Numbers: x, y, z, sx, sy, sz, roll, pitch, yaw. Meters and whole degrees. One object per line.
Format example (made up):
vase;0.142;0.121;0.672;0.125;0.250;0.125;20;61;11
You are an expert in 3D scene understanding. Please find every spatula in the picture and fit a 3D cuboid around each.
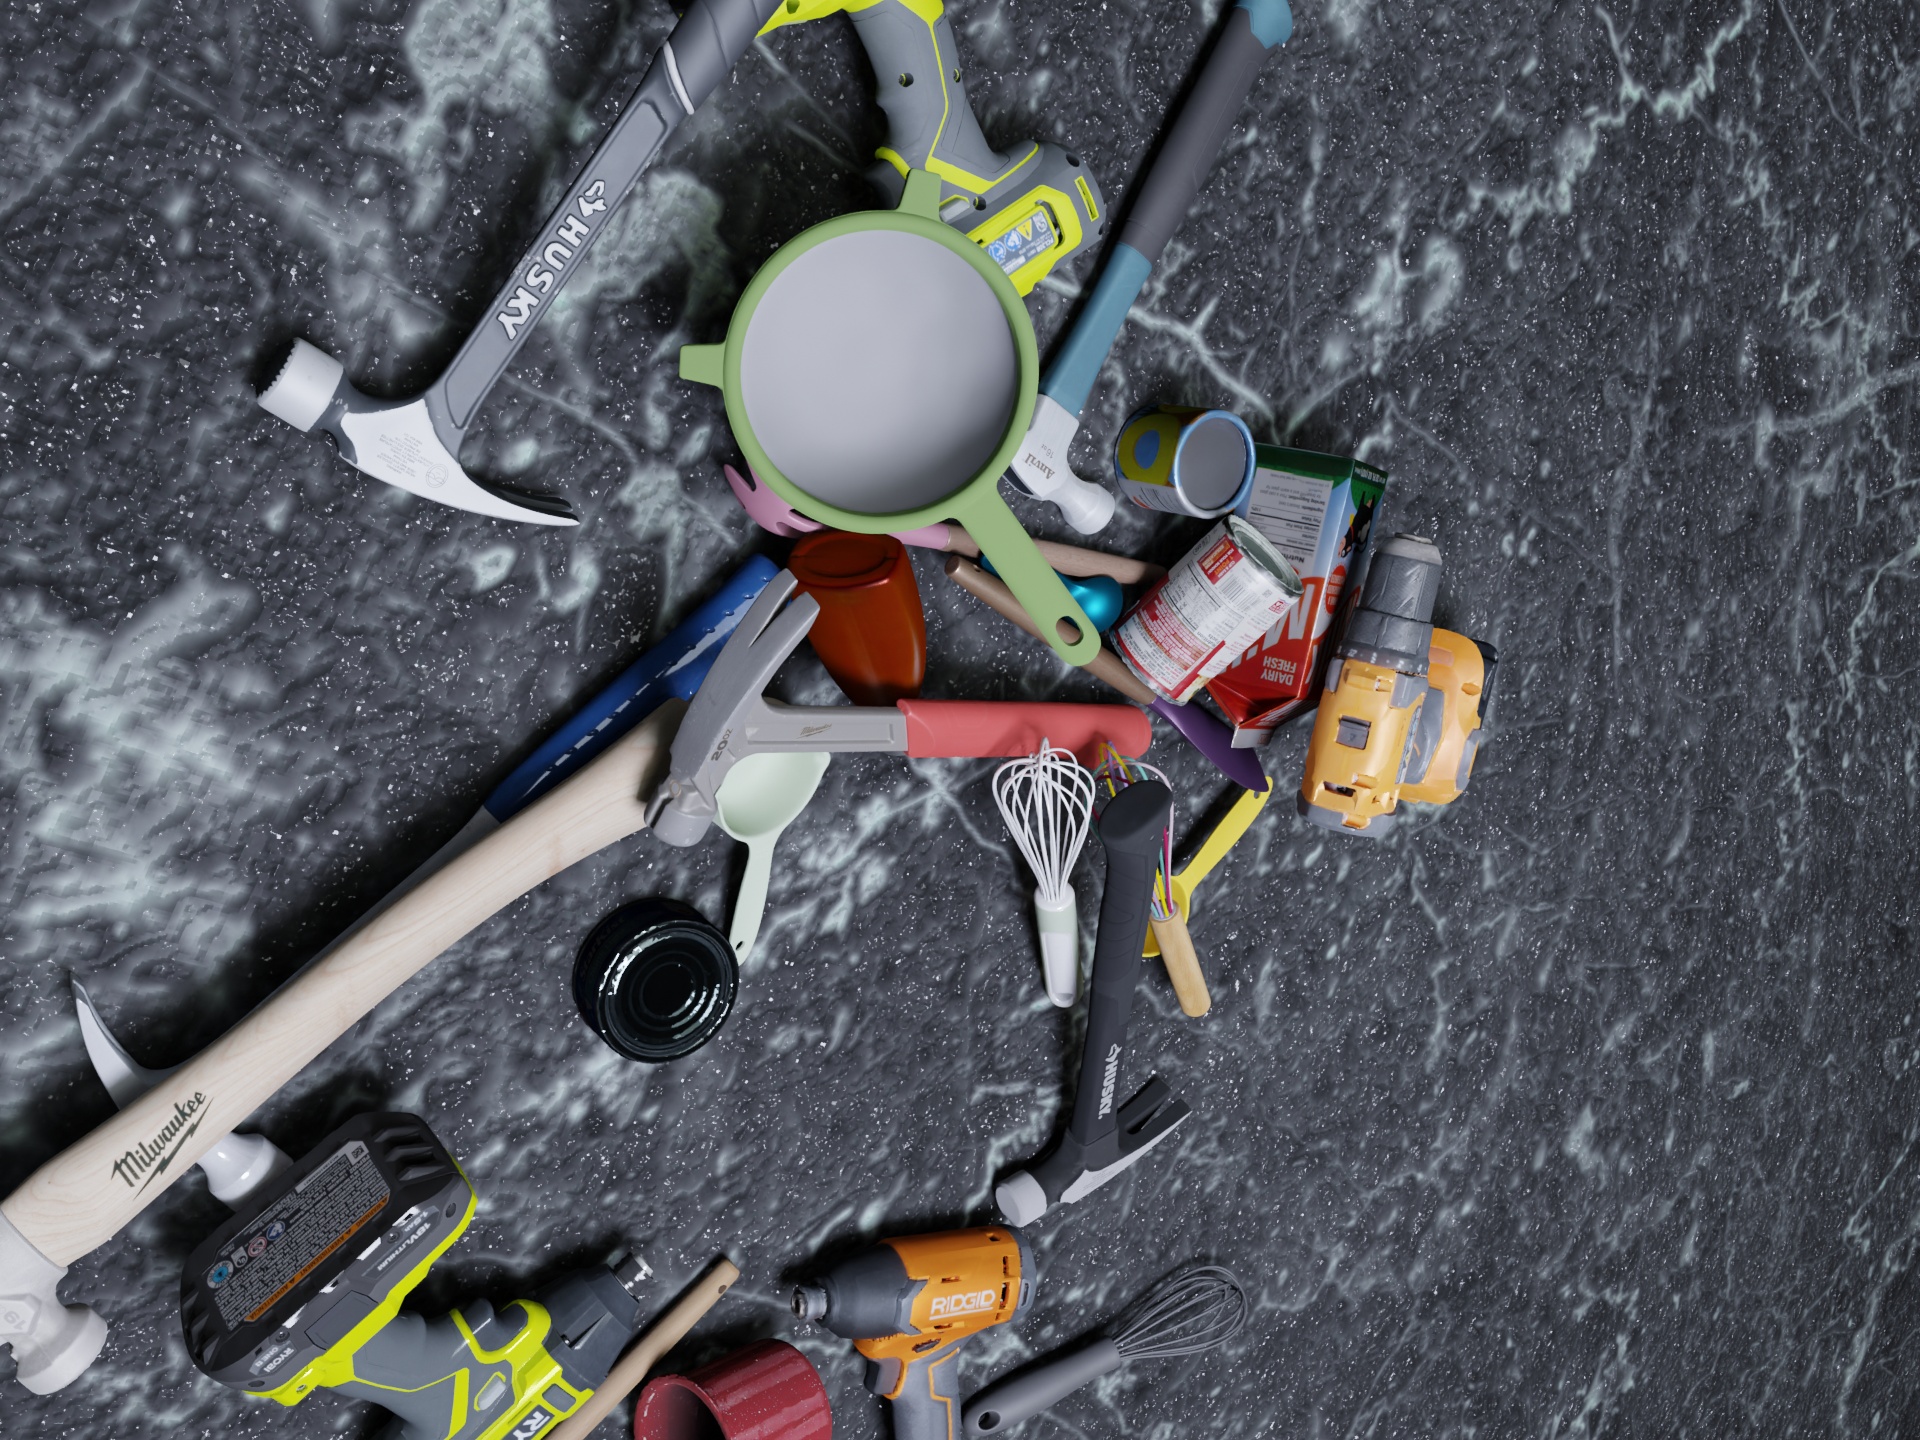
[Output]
spatula;0.101;-0.024;0.979;0.018;0.060;0.315;-37;134;25

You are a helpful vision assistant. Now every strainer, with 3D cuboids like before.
strainer;-0.011;-0.133;0.797;0.151;0.069;0.256;-37;112;2

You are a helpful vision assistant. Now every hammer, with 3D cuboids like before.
hammer;-0.241;0.055;0.790;0.405;0.035;0.144;-43;123;-16
hammer;-0.288;0.115;0.732;0.410;0.038;0.146;-40;121;-19
hammer;-0.001;-0.003;0.866;0.359;0.037;0.149;0;131;-50
hammer;0.098;0.174;0.989;0.146;0.035;0.334;-21;133;-30
hammer;0.108;-0.283;0.931;0.128;0.033;0.331;30;86;-37
hammer;-0.133;-0.265;0.707;0.149;0.036;0.409;33;100;-35

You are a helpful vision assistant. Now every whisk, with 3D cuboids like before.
whisk;0.123;0.108;0.999;0.051;0.047;0.244;-49;135;-30
whisk;0.056;0.100;0.954;0.246;0.058;0.059;81;13;-47
whisk;0.106;0.451;1.130;0.239;0.055;0.055;-16;112;-25

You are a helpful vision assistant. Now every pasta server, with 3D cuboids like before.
pasta server;0.008;-0.108;0.906;0.316;0.060;0.040;5;62;-41

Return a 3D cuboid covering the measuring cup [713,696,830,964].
measuring cup;-0.121;0.062;0.877;0.083;0.038;0.167;-20;133;-46

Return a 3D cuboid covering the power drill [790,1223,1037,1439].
power drill;-0.045;0.435;1.004;0.164;0.084;0.226;6;96;-34

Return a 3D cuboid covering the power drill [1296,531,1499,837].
power drill;0.291;-0.025;1.042;0.226;0.084;0.185;-3;107;-62

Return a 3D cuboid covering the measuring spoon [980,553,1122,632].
measuring spoon;0.055;-0.074;0.936;0.042;0.021;0.128;-43;146;23

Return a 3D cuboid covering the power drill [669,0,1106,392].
power drill;-0.046;-0.292;0.798;0.190;0.080;0.228;-36;123;-10

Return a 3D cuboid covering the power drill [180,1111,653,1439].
power drill;-0.262;0.301;0.804;0.171;0.080;0.223;-41;136;-17

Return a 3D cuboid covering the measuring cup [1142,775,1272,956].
measuring cup;0.154;0.092;1.071;0.156;0.029;0.062;-46;123;-17

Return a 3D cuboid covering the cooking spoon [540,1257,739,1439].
cooking spoon;-0.247;0.428;0.902;0.319;0.017;0.068;-43;127;-16
